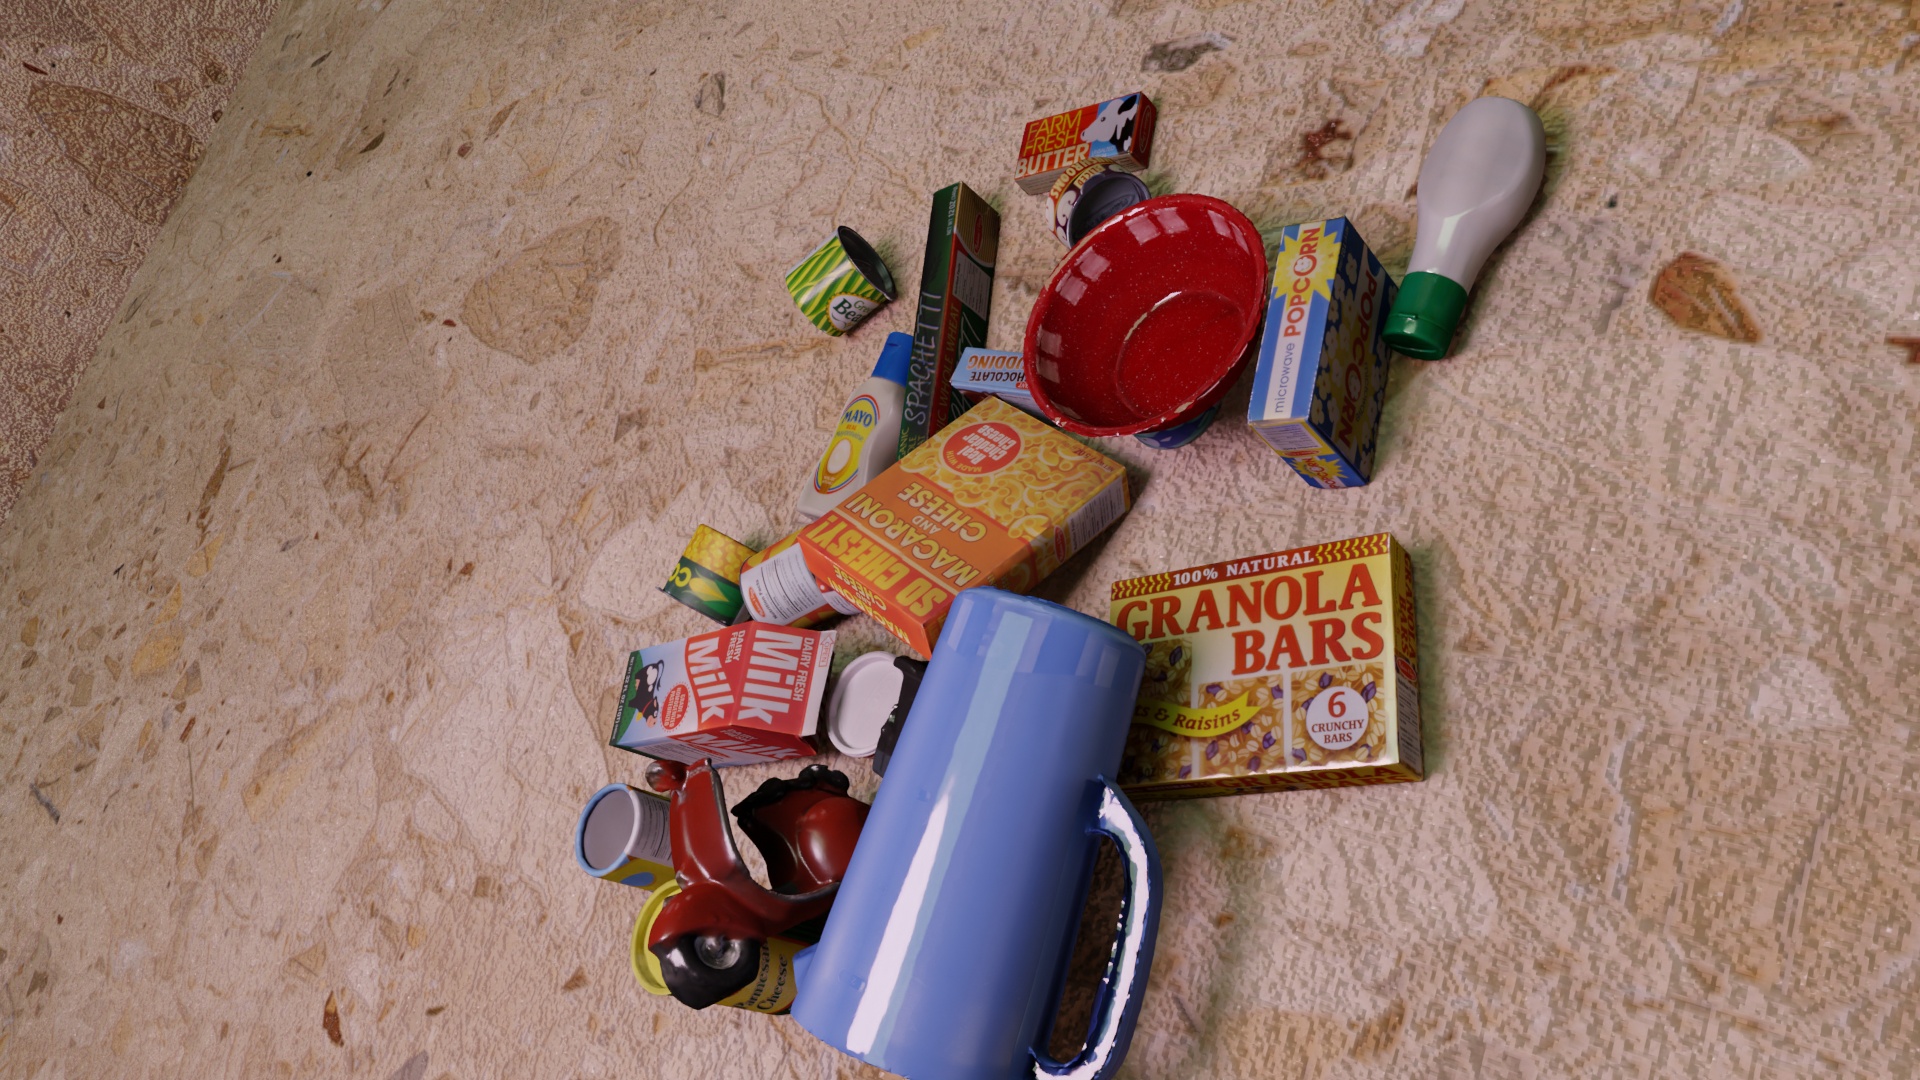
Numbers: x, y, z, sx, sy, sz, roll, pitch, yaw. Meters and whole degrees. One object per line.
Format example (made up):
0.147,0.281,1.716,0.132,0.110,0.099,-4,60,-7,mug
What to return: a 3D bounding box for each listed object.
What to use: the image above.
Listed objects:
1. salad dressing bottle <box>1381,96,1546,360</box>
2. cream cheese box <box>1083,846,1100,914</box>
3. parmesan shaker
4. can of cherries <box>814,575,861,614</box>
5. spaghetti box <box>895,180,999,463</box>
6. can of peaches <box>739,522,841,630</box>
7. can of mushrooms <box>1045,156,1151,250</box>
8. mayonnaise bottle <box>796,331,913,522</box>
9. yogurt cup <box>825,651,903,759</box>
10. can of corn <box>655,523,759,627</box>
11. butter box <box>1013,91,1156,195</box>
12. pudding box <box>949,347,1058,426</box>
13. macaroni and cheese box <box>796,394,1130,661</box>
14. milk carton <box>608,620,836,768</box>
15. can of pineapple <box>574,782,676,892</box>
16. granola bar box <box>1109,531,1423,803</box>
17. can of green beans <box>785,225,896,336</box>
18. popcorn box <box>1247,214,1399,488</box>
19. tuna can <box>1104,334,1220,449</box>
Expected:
0.279,-0.174,0.778,0.064,0.044,0.148,17,80,41,salad dressing bottle
0.056,0.156,0.793,0.053,0.024,0.104,2,69,39,cream cheese box
-0.138,0.247,0.846,0.071,0.103,0.071,-19,57,31,parmesan shaker
-0.057,0.011,0.934,0.058,0.071,0.072,-15,59,35,can of cherries
-0.008,-0.139,0.987,0.028,0.050,0.251,-12,60,37,spaghetti box
-0.110,0.028,0.970,0.058,0.071,0.071,-28,52,25,can of peaches
0.092,-0.224,0.937,0.071,0.071,0.033,-47,45,10,can of mushrooms
-0.064,-0.078,1.005,0.065,0.041,0.148,13,77,44,mayonnaise bottle
-0.043,0.110,0.877,0.072,0.054,0.073,-19,56,31,yogurt cup
-0.179,0.026,1.021,0.071,0.071,0.058,22,82,44,can of corn
0.089,-0.286,1.005,0.103,0.024,0.053,-3,66,38,butter box
0.040,-0.102,0.928,0.084,0.049,0.030,13,75,43,pudding box
0.003,-0.011,0.856,0.167,0.040,0.124,-37,47,-23,macaroni and cheese box
-0.150,0.105,0.933,0.190,0.073,0.072,-15,58,44,milk carton
-0.228,0.208,0.971,0.071,0.058,0.071,-19,57,31,can of pineapple
0.159,0.071,0.744,0.165,0.039,0.124,-12,61,35,granola bar box
-0.093,-0.200,1.078,0.057,0.071,0.071,-36,49,20,can of green beans
0.203,-0.103,0.770,0.038,0.085,0.127,-1,67,40,popcorn box
0.124,-0.090,0.864,0.071,0.033,0.071,-19,56,31,tuna can
